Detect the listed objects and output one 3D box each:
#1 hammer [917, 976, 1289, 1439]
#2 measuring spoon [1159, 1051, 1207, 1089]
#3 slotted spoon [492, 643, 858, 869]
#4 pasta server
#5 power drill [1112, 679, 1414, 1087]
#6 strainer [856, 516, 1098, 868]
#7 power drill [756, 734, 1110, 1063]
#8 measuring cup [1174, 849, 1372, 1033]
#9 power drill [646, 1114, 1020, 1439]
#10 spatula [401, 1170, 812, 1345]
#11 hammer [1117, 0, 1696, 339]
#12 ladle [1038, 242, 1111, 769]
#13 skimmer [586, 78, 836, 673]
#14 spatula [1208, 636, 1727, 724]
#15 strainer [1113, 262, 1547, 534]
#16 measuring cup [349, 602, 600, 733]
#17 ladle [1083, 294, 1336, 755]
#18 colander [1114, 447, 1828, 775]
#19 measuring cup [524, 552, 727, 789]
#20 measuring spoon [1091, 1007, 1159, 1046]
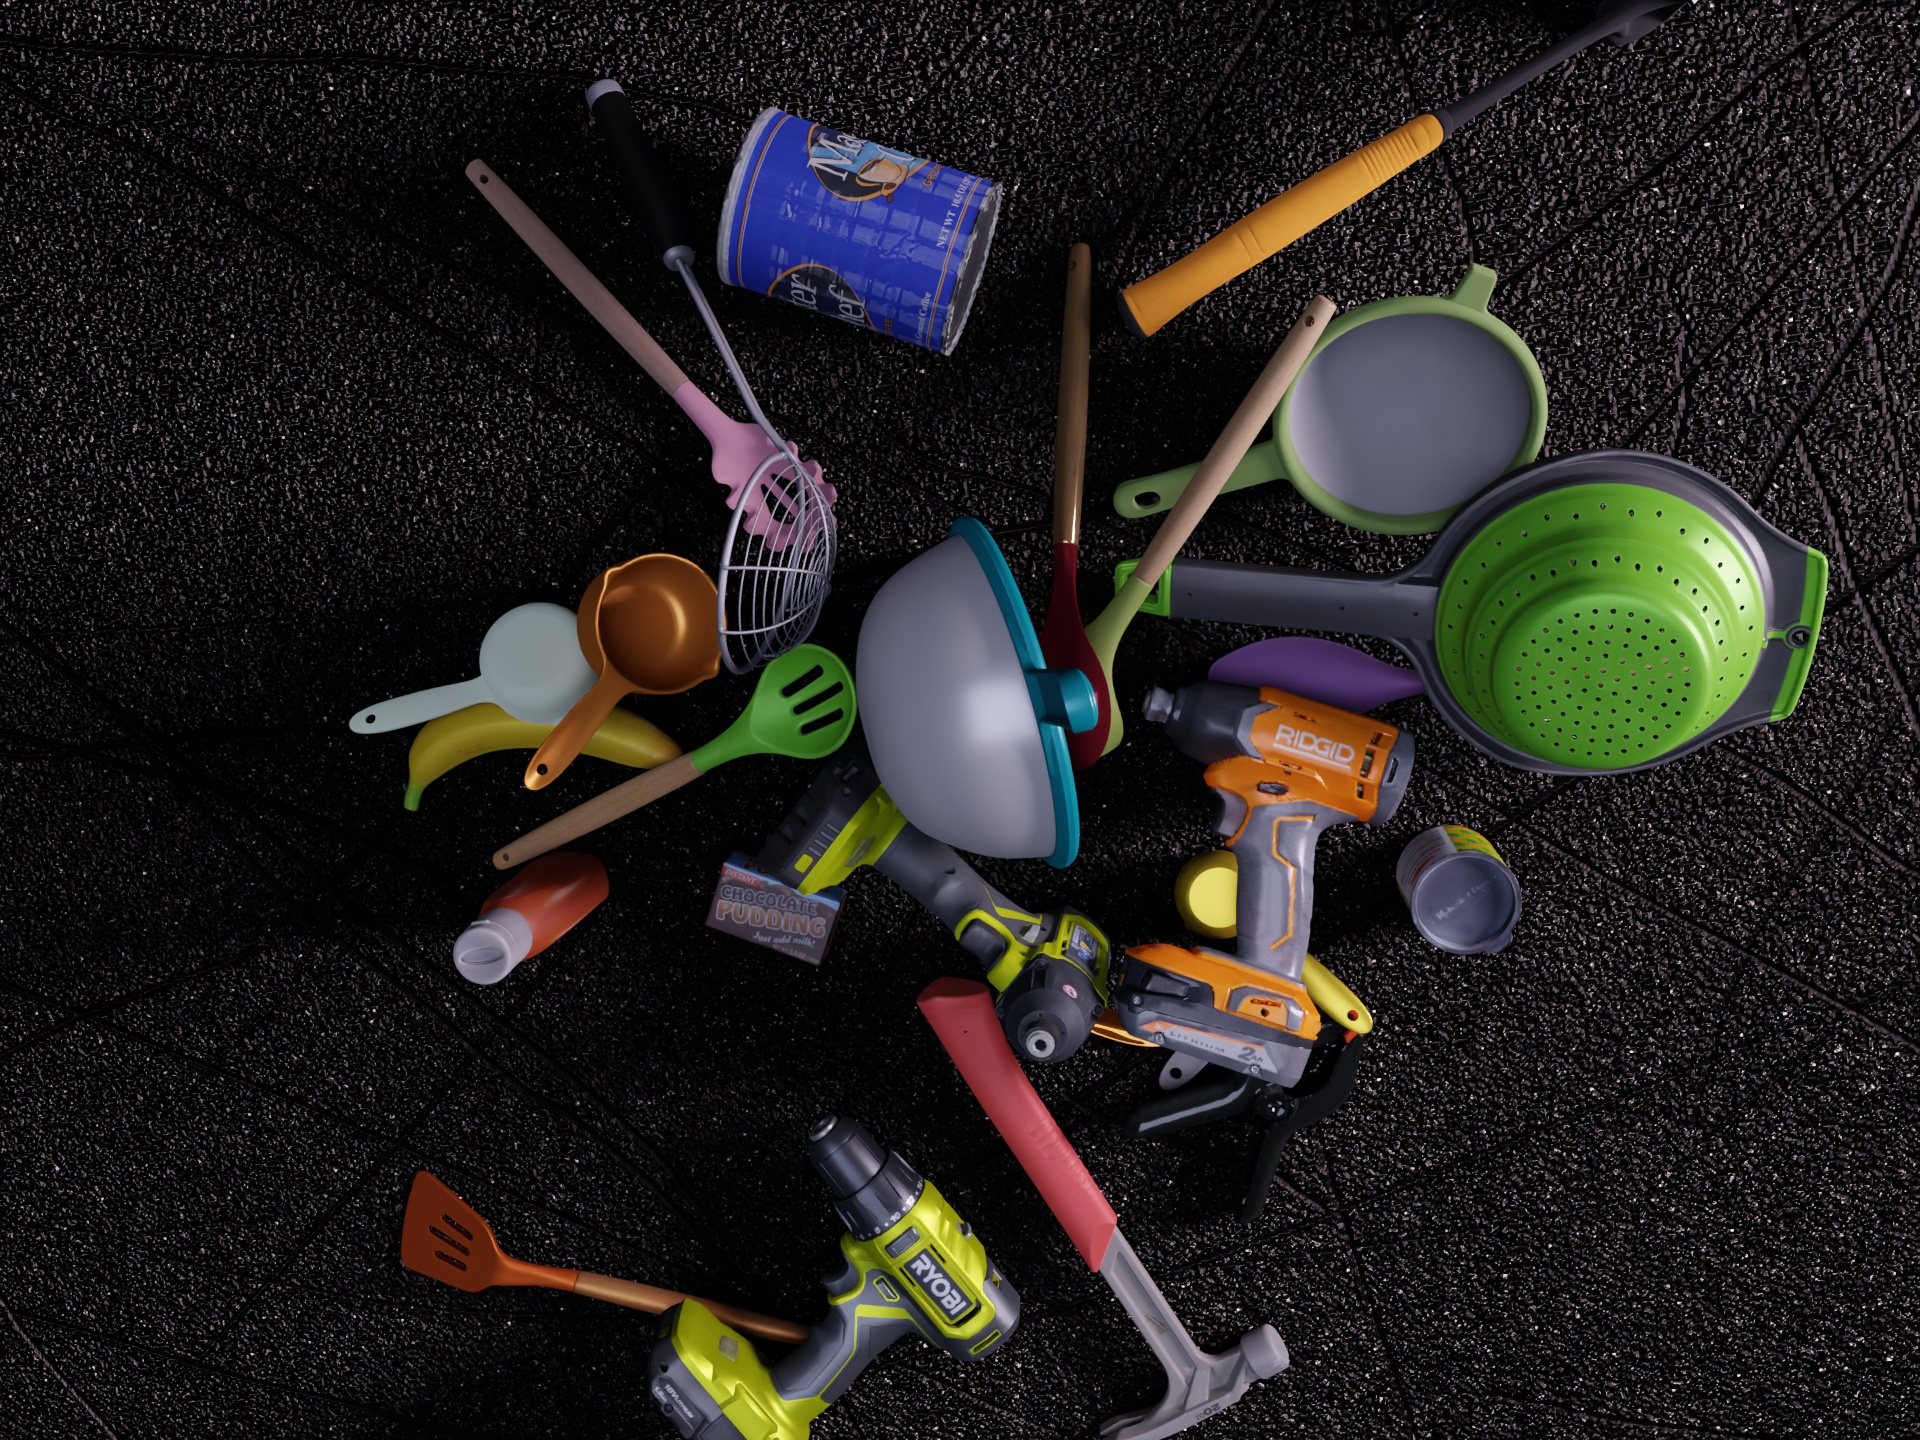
[{"bbox_3d":[0.071,0.332,1.086,0.149,0.037,0.359,-31,98,12],"label":"hammer"},{"bbox_3d":[0.173,0.201,1.058,0.034,0.018,0.124,40,111,5],"label":"measuring spoon"},{"bbox_3d":[-0.188,0.034,1.021,0.314,0.031,0.070,-26,87,25],"label":"slotted spoon"},{"bbox_3d":[-0.193,-0.227,0.986,0.060,0.040,0.316,-43,94,1],"label":"pasta server"},{"bbox_3d":[0.166,0.089,0.968,0.164,0.084,0.226,18,87,2],"label":"power drill"},{"bbox_3d":[-0.001,-0.003,0.855,0.095,0.340,0.211,-16,93,-6],"label":"strainer"},{"bbox_3d":[-0.007,0.115,0.978,0.223,0.171,0.080,38,104,0],"label":"power drill"},{"bbox_3d":[0.202,0.145,1.014,0.156,0.029,0.062,42,95,9],"label":"measuring cup"},{"bbox_3d":[-0.099,0.397,1.089,0.228,0.080,0.190,-38,98,2],"label":"power drill"},{"bbox_3d":[-0.250,0.404,1.146,0.322,0.041,0.081,14,104,-1],"label":"spatula"},{"bbox_3d":[0.237,-0.313,0.887,0.337,0.127,0.034,-29,97,18],"label":"hammer"},{"bbox_3d":[0.065,-0.129,0.941,0.069,0.031,0.315,-3,82,48],"label":"ladle"},{"bbox_3d":[-0.166,-0.206,0.933,0.090,0.127,0.363,-27,80,6],"label":"skimmer"},{"bbox_3d":[0.313,-0.028,0.985,0.316,0.018,0.059,-2,102,8],"label":"spatula"},{"bbox_3d":[0.213,-0.176,0.946,0.256,0.069,0.151,-14,125,27],"label":"strainer"},{"bbox_3d":[-0.312,-0.026,1.015,0.167,0.038,0.083,-17,70,-6],"label":"measuring cup"},{"bbox_3d":[0.127,-0.106,0.937,0.078,0.062,0.320,42,116,20],"label":"ladle"},{"bbox_3d":[0.276,-0.049,0.908,0.397,0.094,0.204,6,119,16],"label":"colander"},{"bbox_3d":[-0.220,-0.027,0.988,0.095,0.052,0.174,45,69,-25],"label":"measuring cup"},{"bbox_3d":[0.084,0.197,1.068,0.117,0.011,0.021,17,104,-1],"label":"measuring spoon"}]
